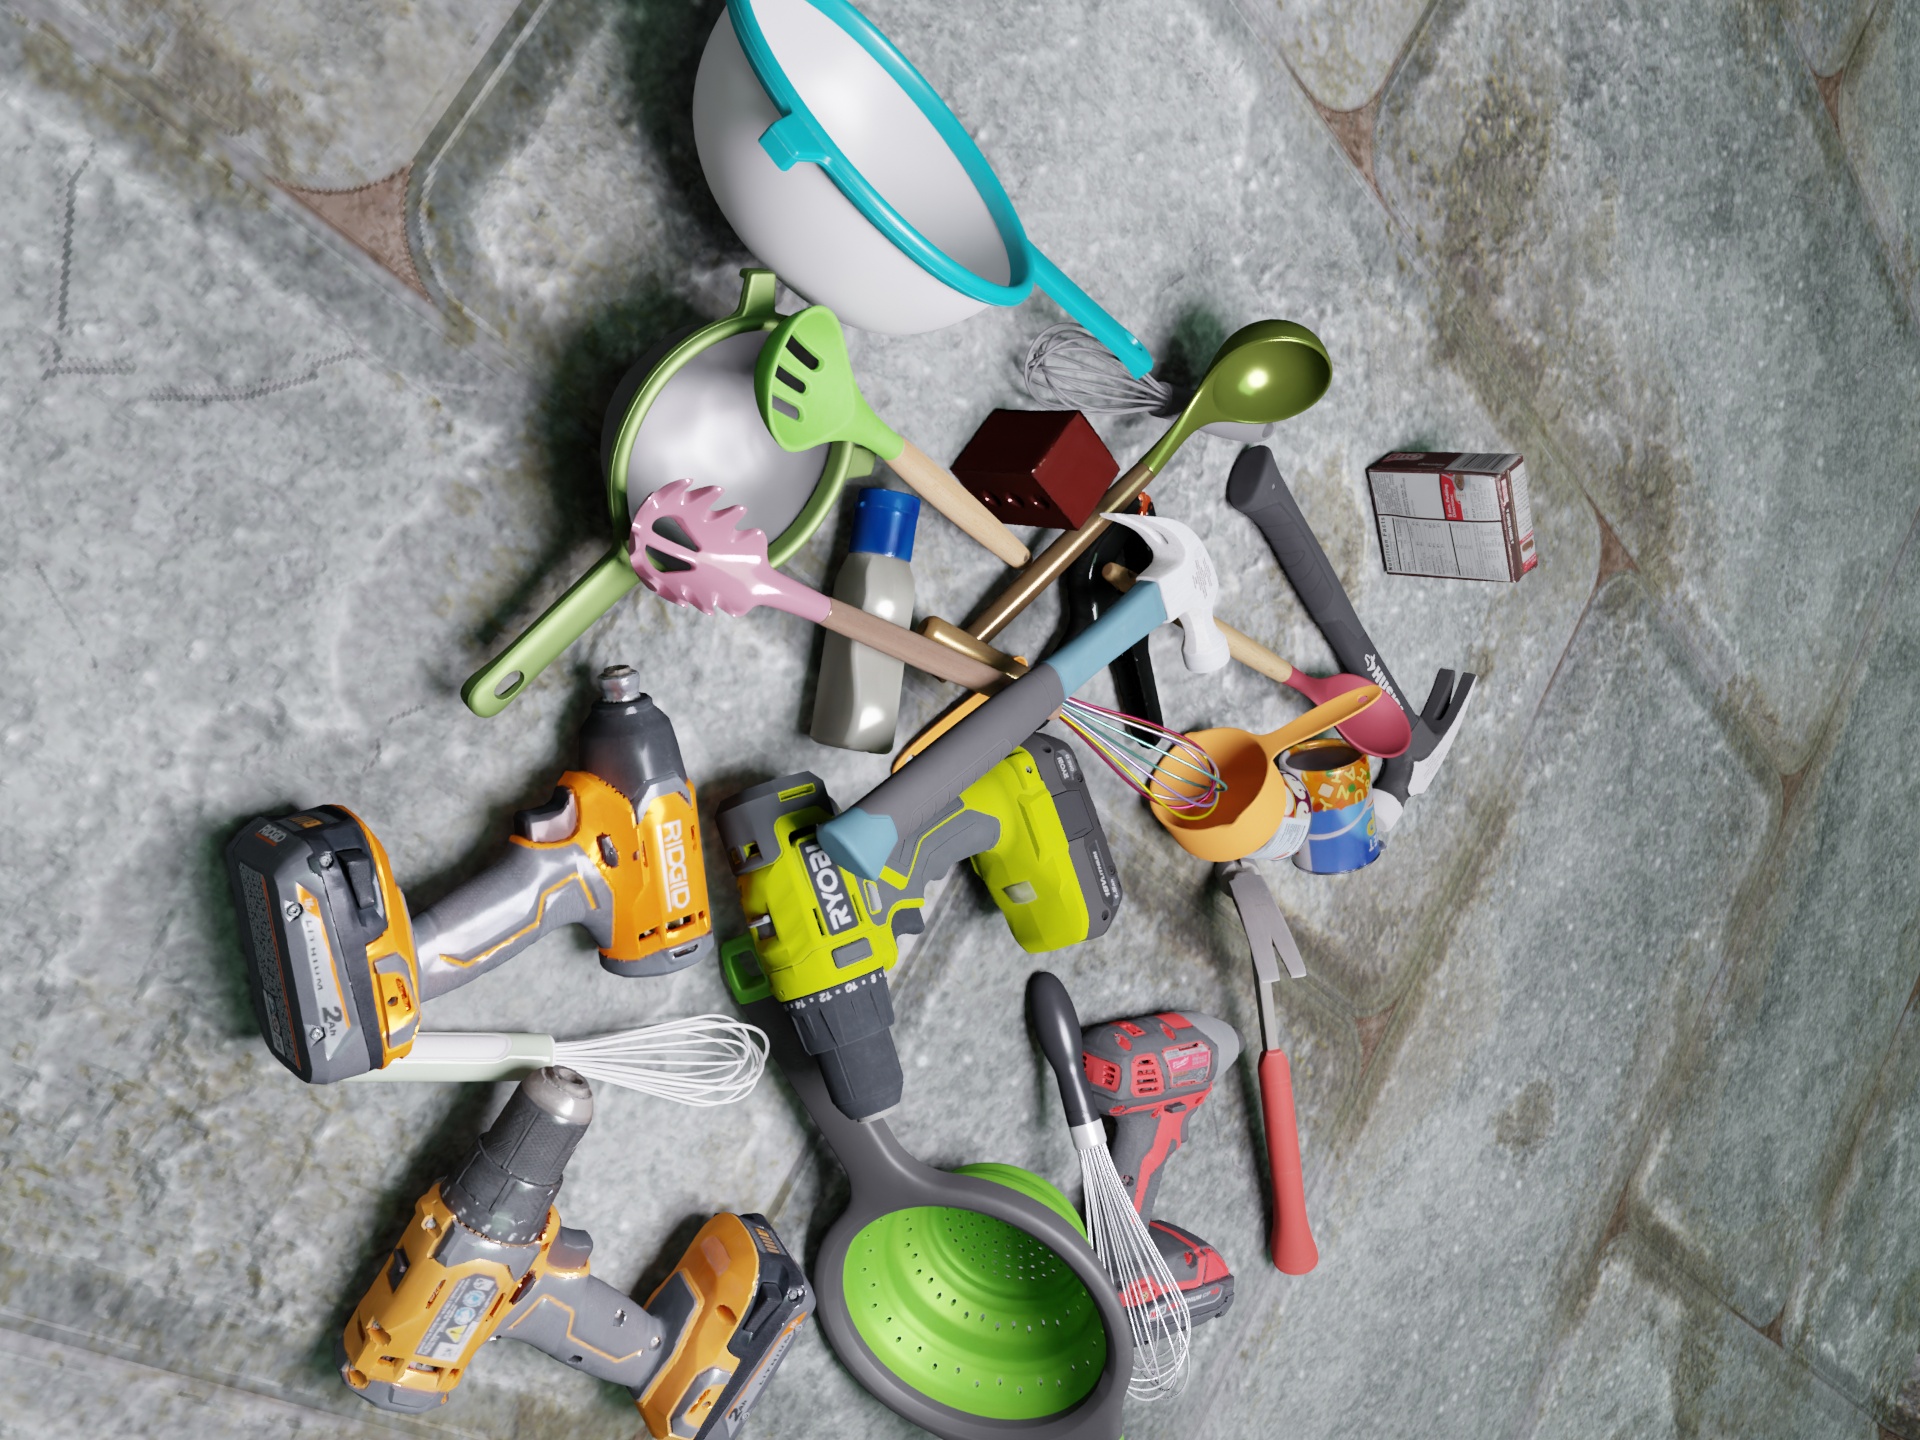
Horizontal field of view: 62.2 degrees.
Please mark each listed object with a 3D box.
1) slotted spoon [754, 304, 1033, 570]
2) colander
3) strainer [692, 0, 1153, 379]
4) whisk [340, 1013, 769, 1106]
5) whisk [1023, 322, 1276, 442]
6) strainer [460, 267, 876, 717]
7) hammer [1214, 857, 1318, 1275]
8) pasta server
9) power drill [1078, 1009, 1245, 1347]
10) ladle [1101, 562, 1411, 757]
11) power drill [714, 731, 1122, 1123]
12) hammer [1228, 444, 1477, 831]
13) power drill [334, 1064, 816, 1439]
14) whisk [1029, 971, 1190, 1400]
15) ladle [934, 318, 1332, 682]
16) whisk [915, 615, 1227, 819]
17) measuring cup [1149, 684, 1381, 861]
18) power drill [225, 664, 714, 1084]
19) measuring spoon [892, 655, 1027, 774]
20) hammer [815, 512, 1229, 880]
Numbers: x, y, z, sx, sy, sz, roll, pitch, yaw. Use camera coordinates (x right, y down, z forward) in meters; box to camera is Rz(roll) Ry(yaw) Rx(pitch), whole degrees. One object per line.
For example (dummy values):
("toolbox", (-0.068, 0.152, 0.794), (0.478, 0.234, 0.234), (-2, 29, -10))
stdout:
("slotted spoon", (-0.027, -0.137, 0.867), (0.313, 0.031, 0.070), (29, 81, -61))
("colander", (-0.022, 0.279, 0.982), (0.397, 0.204, 0.094), (61, 28, -13))
("strainer", (-0.024, -0.251, 0.851), (0.095, 0.211, 0.340), (-35, 141, 25))
("whisk", (-0.212, 0.178, 0.844), (0.246, 0.058, 0.059), (9, 125, -35))
("whisk", (0.130, -0.211, 1.031), (0.238, 0.055, 0.055), (4, 97, -43))
("strainer", (-0.166, -0.108, 0.809), (0.256, 0.069, 0.151), (-46, 144, -9))
("hammer", (0.236, 0.280, 1.179), (0.036, 0.149, 0.358), (-11, 117, 1))
("pasta server", (-0.049, -0.050, 0.848), (0.316, 0.040, 0.060), (22, 81, -41))
("power drill", (0.143, 0.316, 1.135), (0.143, 0.079, 0.219), (-2, 98, -38))
("ladle", (0.207, -0.041, 1.088), (0.315, 0.031, 0.069), (25, 47, -37))
("power drill", (-0.017, 0.108, 0.922), (0.228, 0.080, 0.190), (-16, 85, -39))
("hammer", (0.289, -0.073, 1.190), (0.146, 0.035, 0.334), (-51, 125, -18))
("power drill", (-0.188, 0.290, 0.851), (0.226, 0.084, 0.185), (29, 93, -35))
("whisk", (0.094, 0.305, 1.050), (0.070, 0.070, 0.285), (-10, 80, -36))
("ladle", (0.105, -0.132, 0.987), (0.320, 0.062, 0.078), (-45, 146, -7))
("whisk", (0.074, 0.000, 0.988), (0.244, 0.051, 0.047), (28, 90, -26))
("measuring cup", (0.217, 0.034, 1.091), (0.173, 0.095, 0.052), (-29, 131, 8))
("power drill", (-0.230, 0.069, 0.786), (0.226, 0.084, 0.164), (-16, 109, -39))
("measuring spoon", (-0.002, -0.003, 0.994), (0.117, 0.011, 0.021), (-41, 135, -20))
("hammer", (0.044, -0.013, 0.907), (0.331, 0.033, 0.128), (-38, 123, -34))
